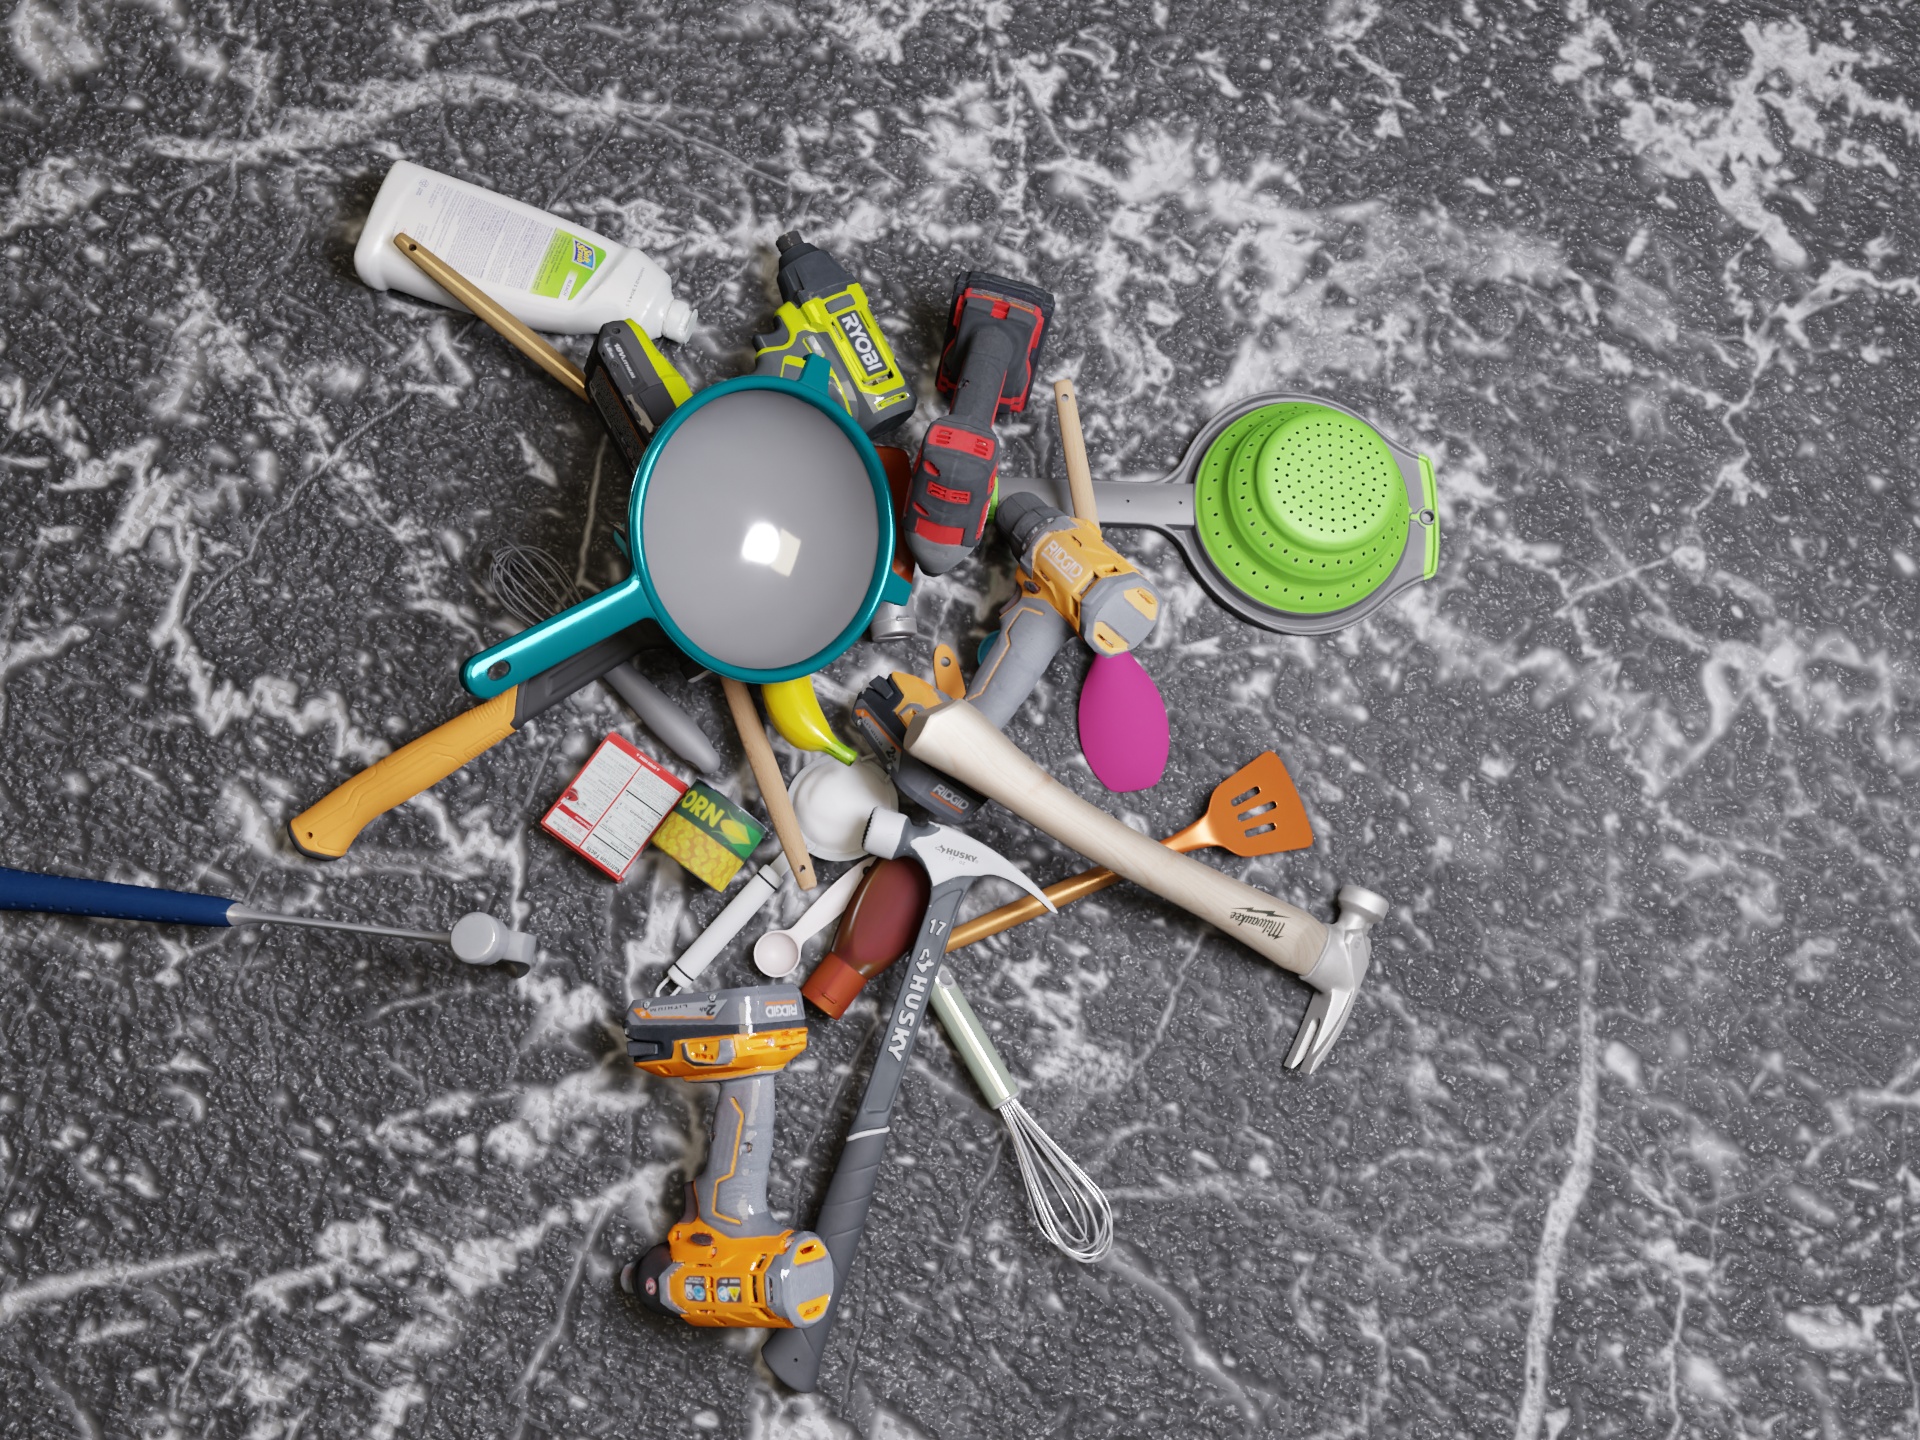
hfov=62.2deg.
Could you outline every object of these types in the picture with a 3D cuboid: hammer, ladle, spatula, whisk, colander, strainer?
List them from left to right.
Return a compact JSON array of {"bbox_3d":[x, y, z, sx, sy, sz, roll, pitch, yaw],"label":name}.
[{"bbox_3d":[-0.497,0.140,1.122,0.405,0.144,0.035,6,77,5],"label":"hammer"},{"bbox_3d":[-0.346,-0.007,1.161,0.337,0.034,0.127,-32,96,0],"label":"hammer"},{"bbox_3d":[-0.301,-0.264,1.217,0.315,0.031,0.069,39,77,-10],"label":"ladle"},{"bbox_3d":[-0.267,-0.048,1.199,0.239,0.055,0.055,45,79,0],"label":"whisk"},{"bbox_3d":[-0.203,-0.104,1.095,0.340,0.095,0.210,-32,114,-29],"label":"strainer"},{"bbox_3d":[-0.169,-0.019,1.188,0.082,0.044,0.318,-22,71,-3],"label":"spatula"},{"bbox_3d":[-0.136,0.111,1.185,0.087,0.050,0.258,40,82,17],"label":"strainer"},{"bbox_3d":[-0.055,0.276,1.134,0.149,0.036,0.409,18,87,-5],"label":"hammer"},{"bbox_3d":[0.037,0.286,1.165,0.058,0.059,0.246,-17,73,-52],"label":"whisk"},{"bbox_3d":[0.116,0.116,1.214,0.322,0.041,0.081,-22,83,-4],"label":"spatula"},{"bbox_3d":[0.130,0.110,1.132,0.410,0.038,0.146,30,78,-22],"label":"hammer"},{"bbox_3d":[0.194,-0.177,1.237,0.397,0.094,0.204,1,80,-5],"label":"colander"}]

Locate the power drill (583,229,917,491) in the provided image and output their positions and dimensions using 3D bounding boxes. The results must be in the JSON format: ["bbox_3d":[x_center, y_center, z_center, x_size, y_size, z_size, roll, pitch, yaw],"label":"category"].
[{"bbox_3d":[-0.164,-0.271,1.213,0.223,0.080,0.171,-28,89,-25],"label":"power drill"}]

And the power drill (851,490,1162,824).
[{"bbox_3d":[0.023,-0.058,1.170,0.226,0.084,0.186,-48,41,9],"label":"power drill"}]

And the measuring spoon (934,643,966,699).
[{"bbox_3d":[-0.002,-0.004,1.230,0.021,0.011,0.117,-12,81,-7],"label":"measuring spoon"}]

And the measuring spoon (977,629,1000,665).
[{"bbox_3d":[0.067,-0.076,1.243,0.128,0.021,0.042,-41,75,-10],"label":"measuring spoon"}]

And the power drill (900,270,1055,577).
[{"bbox_3d":[0.006,-0.217,1.188,0.078,0.143,0.220,15,55,-1],"label":"power drill"}]

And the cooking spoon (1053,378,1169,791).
[{"bbox_3d":[0.106,-0.102,1.218,0.069,0.017,0.319,-10,95,7],"label":"cooking spoon"}]

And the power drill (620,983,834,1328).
[{"bbox_3d":[-0.176,0.305,1.109,0.164,0.084,0.226,-12,78,28],"label":"power drill"}]

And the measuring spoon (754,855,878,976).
[{"bbox_3d":[-0.105,0.146,1.195,0.124,0.018,0.034,-41,88,-17],"label":"measuring spoon"}]
